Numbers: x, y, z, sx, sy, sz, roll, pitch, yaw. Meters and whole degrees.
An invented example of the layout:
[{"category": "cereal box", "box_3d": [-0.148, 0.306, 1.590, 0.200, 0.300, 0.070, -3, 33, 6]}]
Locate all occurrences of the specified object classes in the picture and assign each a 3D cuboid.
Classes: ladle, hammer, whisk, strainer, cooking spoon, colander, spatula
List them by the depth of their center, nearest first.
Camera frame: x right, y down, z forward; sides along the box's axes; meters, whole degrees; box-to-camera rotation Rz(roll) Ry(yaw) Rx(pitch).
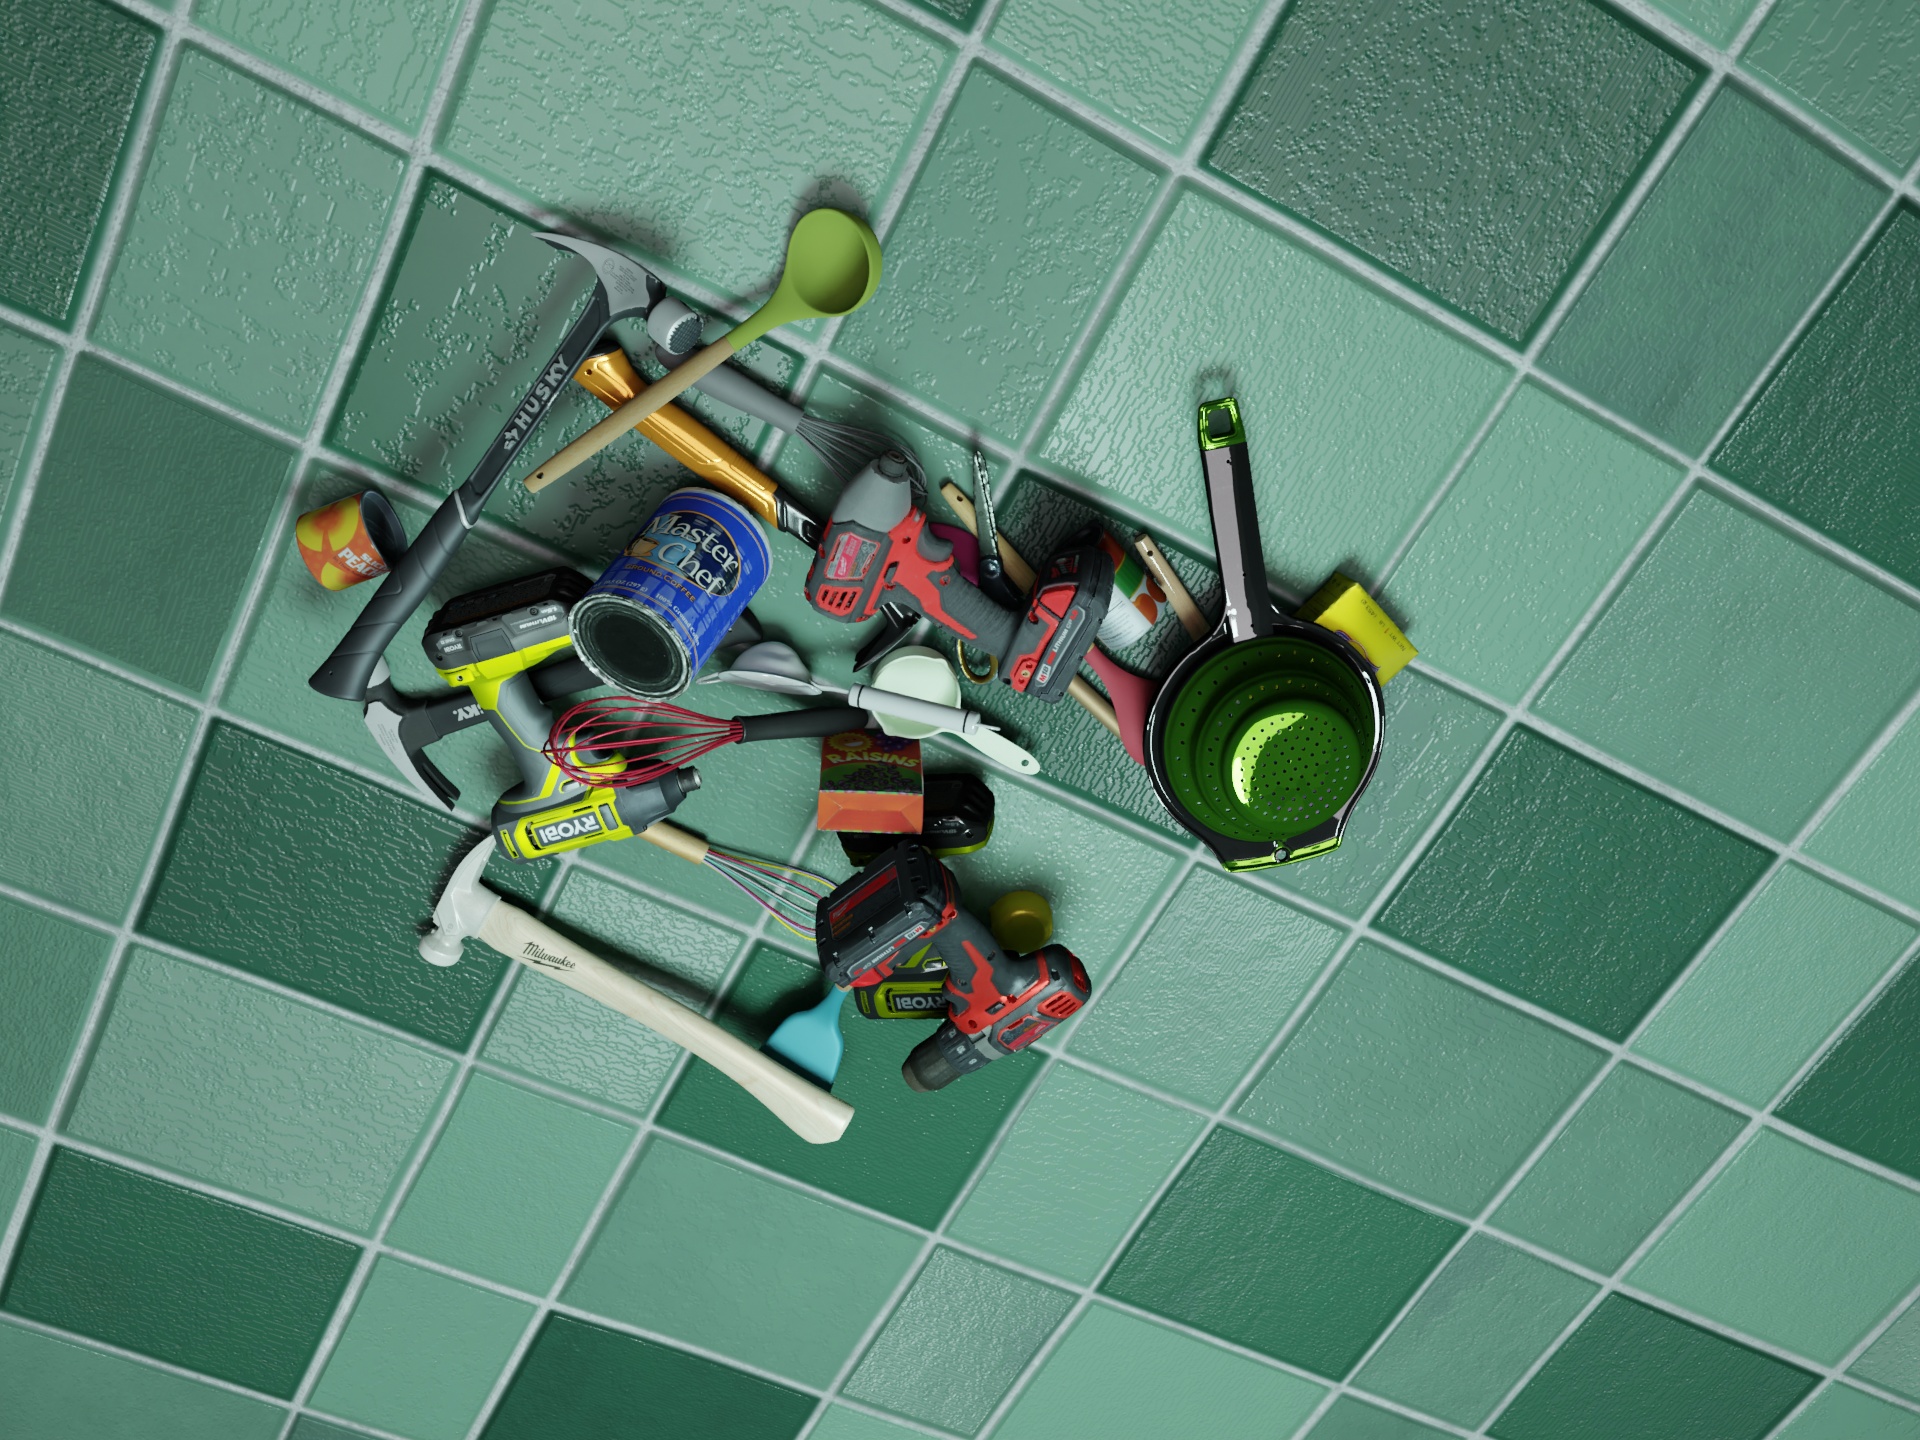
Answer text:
[{"category": "ladle", "box_3d": [-0.195, -0.267, 1.177, 0.320, 0.062, 0.078, -35, 87, 2]}, {"category": "hammer", "box_3d": [-0.362, -0.177, 1.182, 0.149, 0.036, 0.409, 42, 100, 17]}, {"category": "whisk", "box_3d": [-0.129, -0.229, 1.232, 0.239, 0.055, 0.055, 28, 111, -10]}, {"category": "colander", "box_3d": [0.239, -0.052, 1.251, 0.204, 0.094, 0.397, -12, 107, -2]}, {"category": "hammer", "box_3d": [-0.166, -0.177, 1.257, 0.336, 0.034, 0.127, 37, 115, -16]}, {"category": "whisk", "box_3d": [-0.195, 0.009, 1.267, 0.295, 0.073, 0.073, -6, 122, -39]}, {"category": "strainer", "box_3d": [-0.091, -0.024, 1.296, 0.258, 0.086, 0.050, 14, 84, 12]}, {"category": "hammer", "box_3d": [-0.326, -0.031, 1.321, 0.335, 0.035, 0.146, -17, 114, 4]}, {"category": "ladle", "box_3d": [0.090, -0.078, 1.322, 0.315, 0.031, 0.069, 47, 70, -17]}, {"category": "cooking spoon", "box_3d": [0.075, -0.050, 1.343, 0.318, 0.017, 0.068, 41, 107, -19]}, {"category": "spatula", "box_3d": [0.231, -0.032, 1.361, 0.060, 0.018, 0.315, -32, 114, 9]}, {"category": "spatula", "box_3d": [-0.095, 0.221, 1.378, 0.082, 0.044, 0.317, 31, 126, 1]}, {"category": "whisk", "box_3d": [-0.208, 0.131, 1.401, 0.245, 0.051, 0.047, 27, 117, -12]}, {"category": "hammer", "box_3d": [-0.272, 0.247, 1.409, 0.410, 0.038, 0.146, 31, 110, -3]}]

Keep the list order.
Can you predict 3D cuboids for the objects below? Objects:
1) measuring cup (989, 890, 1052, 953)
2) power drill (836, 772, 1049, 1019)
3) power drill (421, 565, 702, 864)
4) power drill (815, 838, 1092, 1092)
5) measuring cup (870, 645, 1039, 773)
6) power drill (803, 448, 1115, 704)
[{"category": "measuring cup", "box_3d": [0.040, 0.229, 1.465, 0.062, 0.029, 0.156, 17, 111, -11]}, {"category": "power drill", "box_3d": [-0.011, 0.164, 1.393, 0.190, 0.080, 0.228, -3, 117, 13]}, {"category": "power drill", "box_3d": [-0.319, -0.002, 1.277, 0.171, 0.080, 0.223, -16, 117, 2]}, {"category": "power drill", "box_3d": [-0.023, 0.218, 1.321, 0.188, 0.080, 0.226, -37, 126, 17]}, {"category": "measuring cup", "box_3d": [-0.002, -0.004, 1.351, 0.167, 0.038, 0.083, 31, 110, -18]}, {"category": "power drill", "box_3d": [0.000, -0.113, 1.218, 0.219, 0.079, 0.143, 22, 124, -5]}]
